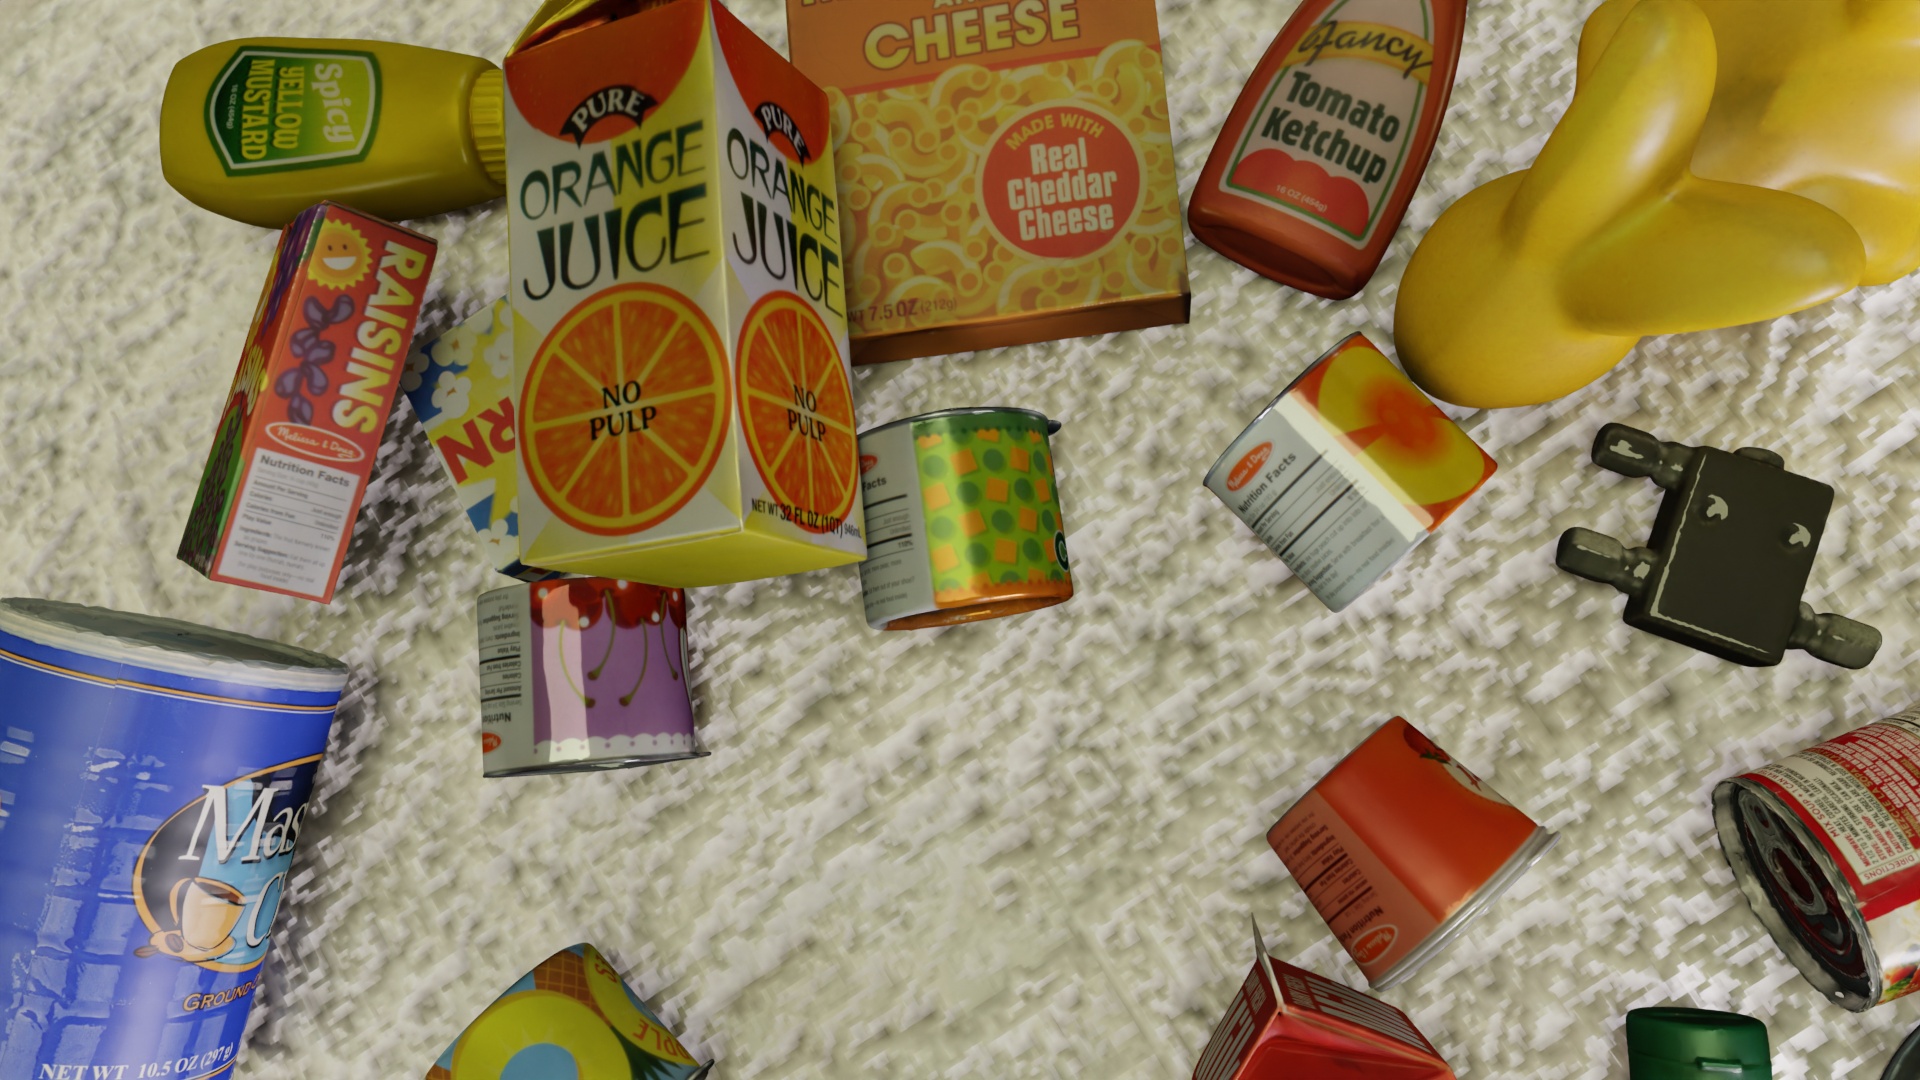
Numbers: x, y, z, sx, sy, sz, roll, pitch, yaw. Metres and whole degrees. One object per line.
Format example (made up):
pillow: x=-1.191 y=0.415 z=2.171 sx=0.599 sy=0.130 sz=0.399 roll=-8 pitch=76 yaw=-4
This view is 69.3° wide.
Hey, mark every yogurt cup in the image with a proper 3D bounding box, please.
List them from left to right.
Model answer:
yogurt cup: x=0.127 y=0.089 z=0.406 sx=0.072 sy=0.072 sz=0.054 roll=-43 pitch=71 yaw=1

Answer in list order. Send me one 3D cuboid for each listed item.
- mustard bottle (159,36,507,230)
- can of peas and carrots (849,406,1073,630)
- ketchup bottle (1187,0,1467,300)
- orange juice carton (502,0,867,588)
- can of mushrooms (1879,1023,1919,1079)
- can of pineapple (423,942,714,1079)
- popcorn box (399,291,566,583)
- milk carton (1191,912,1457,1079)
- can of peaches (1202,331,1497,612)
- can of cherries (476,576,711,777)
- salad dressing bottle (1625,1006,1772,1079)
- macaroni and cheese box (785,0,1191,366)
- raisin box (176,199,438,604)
mustard bottle: x=-0.200 y=-0.146 z=0.494 sx=0.160 sy=0.049 sz=0.065 roll=-1 pitch=83 yaw=8
can of peas and carrots: x=0.002 y=-0.005 z=0.437 sx=0.071 sy=0.071 sz=0.059 roll=-9 pitch=81 yaw=7
ketchup bottle: x=0.132 y=-0.156 z=0.451 sx=0.065 sy=0.043 sz=0.149 roll=26 pitch=86 yaw=7
orange juice carton: x=-0.081 y=-0.087 z=0.409 sx=0.073 sy=0.072 sz=0.193 roll=-9 pitch=79 yaw=22
can of mushrooms: x=0.279 y=0.159 z=0.371 sx=0.033 sy=0.071 sz=0.071 roll=31 pitch=87 yaw=10
can of pineapple: x=-0.120 y=0.167 z=0.428 sx=0.058 sy=0.071 sz=0.071 roll=43 pitch=90 yaw=12
popcorn box: x=-0.116 y=-0.053 z=0.474 sx=0.127 sy=0.038 sz=0.085 roll=-31 pitch=79 yaw=3
milk carton: x=0.116 y=0.201 z=0.386 sx=0.073 sy=0.072 sz=0.191 roll=-20 pitch=80 yaw=5
can of peaches: x=0.119 y=-0.021 z=0.422 sx=0.071 sy=0.071 sz=0.058 roll=-43 pitch=78 yaw=1
can of cherries: x=-0.118 y=0.044 z=0.448 sx=0.071 sy=0.071 sz=0.058 roll=-7 pitch=80 yaw=7
salad dressing bottle: x=0.210 y=0.209 z=0.386 sx=0.064 sy=0.044 sz=0.148 roll=-1 pitch=81 yaw=10
macaroni and cheese box: x=0.007 y=-0.149 z=0.469 sx=0.124 sy=0.040 sz=0.166 roll=-6 pitch=81 yaw=7
raisin box: x=-0.220 y=-0.046 z=0.465 sx=0.040 sy=0.086 sz=0.123 roll=19 pitch=83 yaw=-33
